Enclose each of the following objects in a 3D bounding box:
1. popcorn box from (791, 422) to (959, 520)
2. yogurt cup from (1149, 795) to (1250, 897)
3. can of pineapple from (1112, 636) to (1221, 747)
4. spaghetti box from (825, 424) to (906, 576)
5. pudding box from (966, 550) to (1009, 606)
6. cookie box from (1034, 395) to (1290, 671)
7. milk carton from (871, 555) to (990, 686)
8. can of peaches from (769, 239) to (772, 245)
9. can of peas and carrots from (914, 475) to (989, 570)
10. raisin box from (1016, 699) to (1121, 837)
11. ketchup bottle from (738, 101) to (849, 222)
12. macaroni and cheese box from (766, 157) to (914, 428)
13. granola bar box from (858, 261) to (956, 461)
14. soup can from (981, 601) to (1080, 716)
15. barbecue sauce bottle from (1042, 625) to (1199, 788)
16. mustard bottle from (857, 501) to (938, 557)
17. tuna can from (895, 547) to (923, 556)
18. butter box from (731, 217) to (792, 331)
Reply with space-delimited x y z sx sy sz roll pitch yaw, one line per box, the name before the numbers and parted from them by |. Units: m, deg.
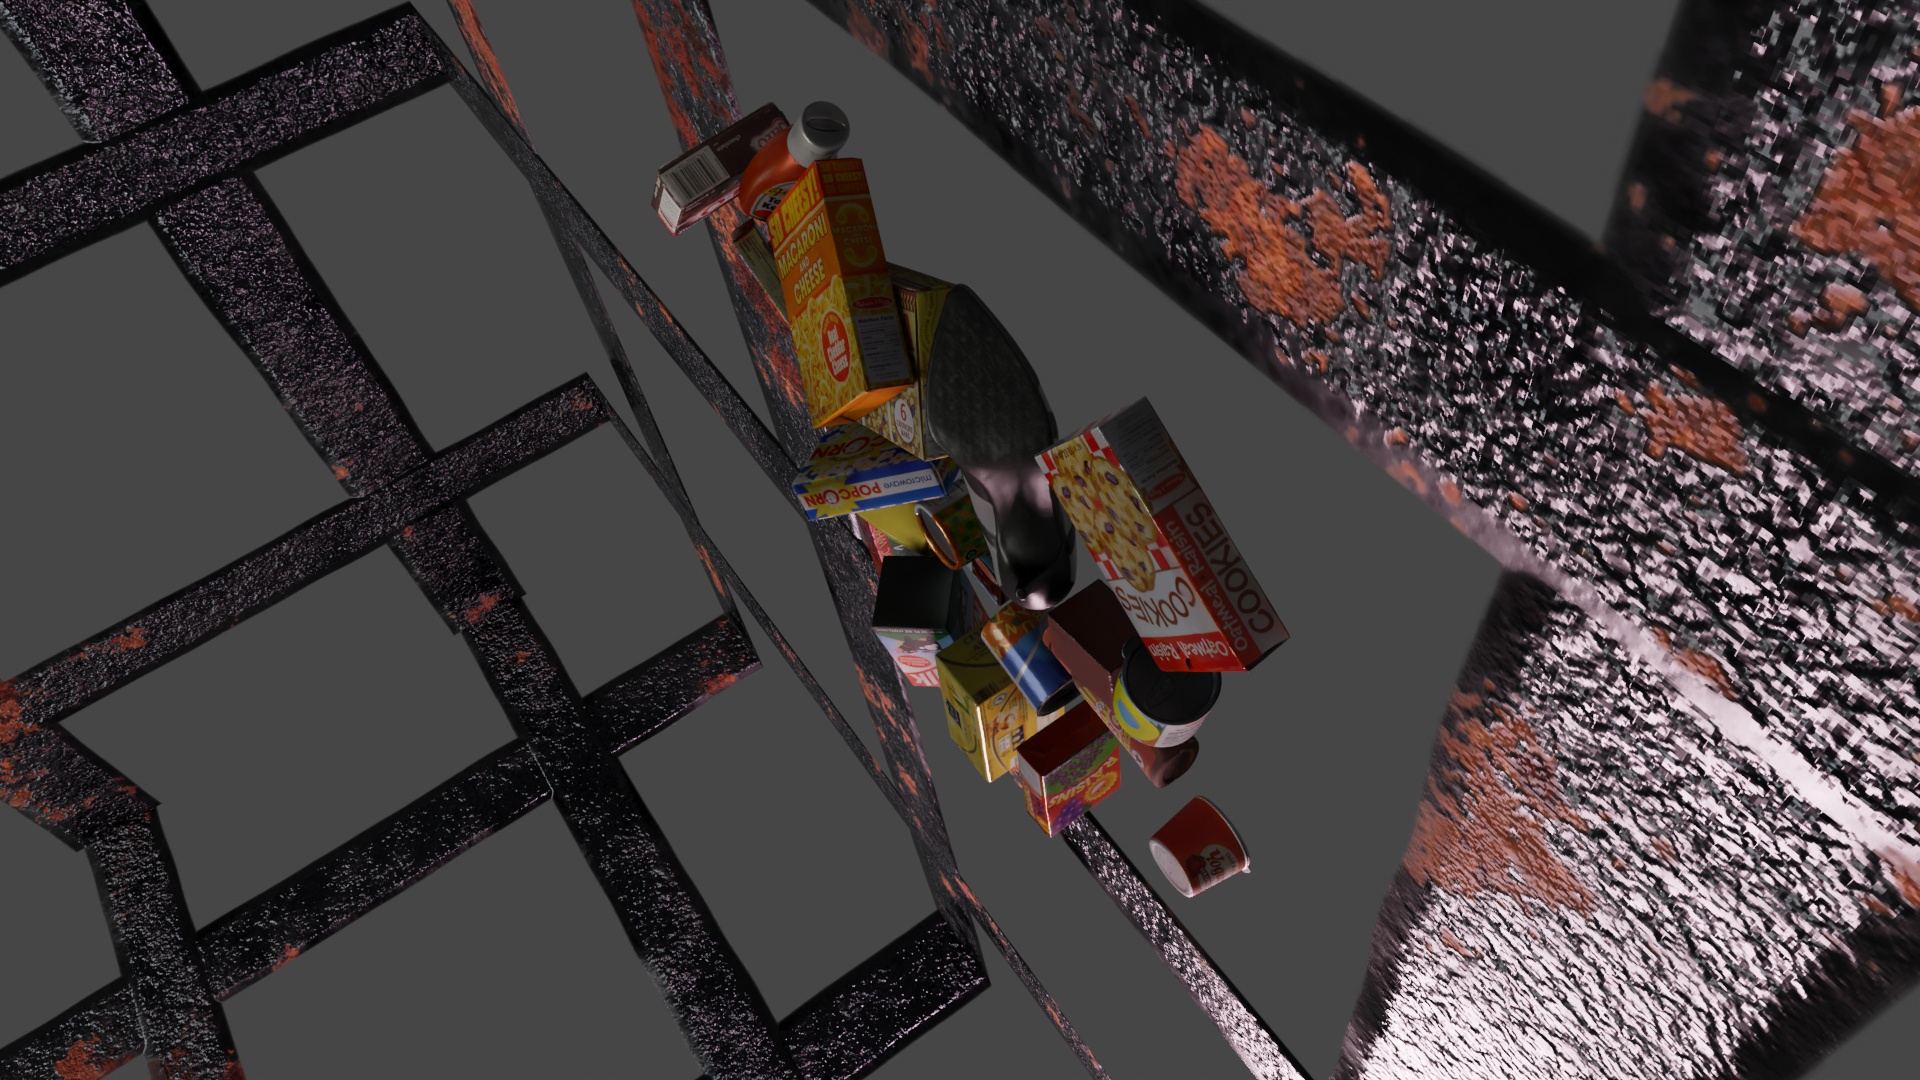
popcorn box | -0.059 -0.063 1.093 0.126 0.085 0.038 -9 124 26
yogurt cup | 0.186 0.243 1.095 0.072 0.054 0.072 52 163 23
can of pineapple | 0.138 0.100 0.943 0.071 0.071 0.057 53 164 19
spaghetti box | -0.082 -0.047 1.378 0.029 0.050 0.248 46 161 41
pudding box | 0.021 0.011 1.206 0.084 0.030 0.049 51 162 25
cookie box | 0.120 0.002 0.858 0.167 0.040 0.123 59 165 -3
milk carton | -0.020 0.087 1.306 0.190 0.072 0.074 64 -150 -61
can of peaches | -0.131 -0.229 1.163 0.071 0.058 0.071 52 164 22
can of peas and carrots | 0.004 -0.014 1.154 0.071 0.059 0.070 52 164 22
raisin box | 0.097 0.201 1.230 0.040 0.086 0.122 46 160 33
ketchup bottle | -0.120 -0.279 1.028 0.148 0.065 0.043 160 107 -68
macaroni and cheese box | -0.090 -0.177 1.014 0.123 0.040 0.166 -20 82 64
granola bar box | -0.050 -0.141 1.042 0.166 0.039 0.123 33 130 57
soup can | 0.068 0.091 1.153 0.084 0.071 0.071 53 164 20
barbecue sauce bottle | 0.122 0.119 1.074 0.149 0.044 0.064 50 163 28
mustard bottle | -0.043 -0.025 1.280 0.160 0.049 0.065 40 122 22
tuna can | -0.038 0.039 1.371 0.033 0.071 0.070 44 159 45
butter box | -0.144 -0.203 1.101 0.103 0.024 0.053 55 -176 -23
